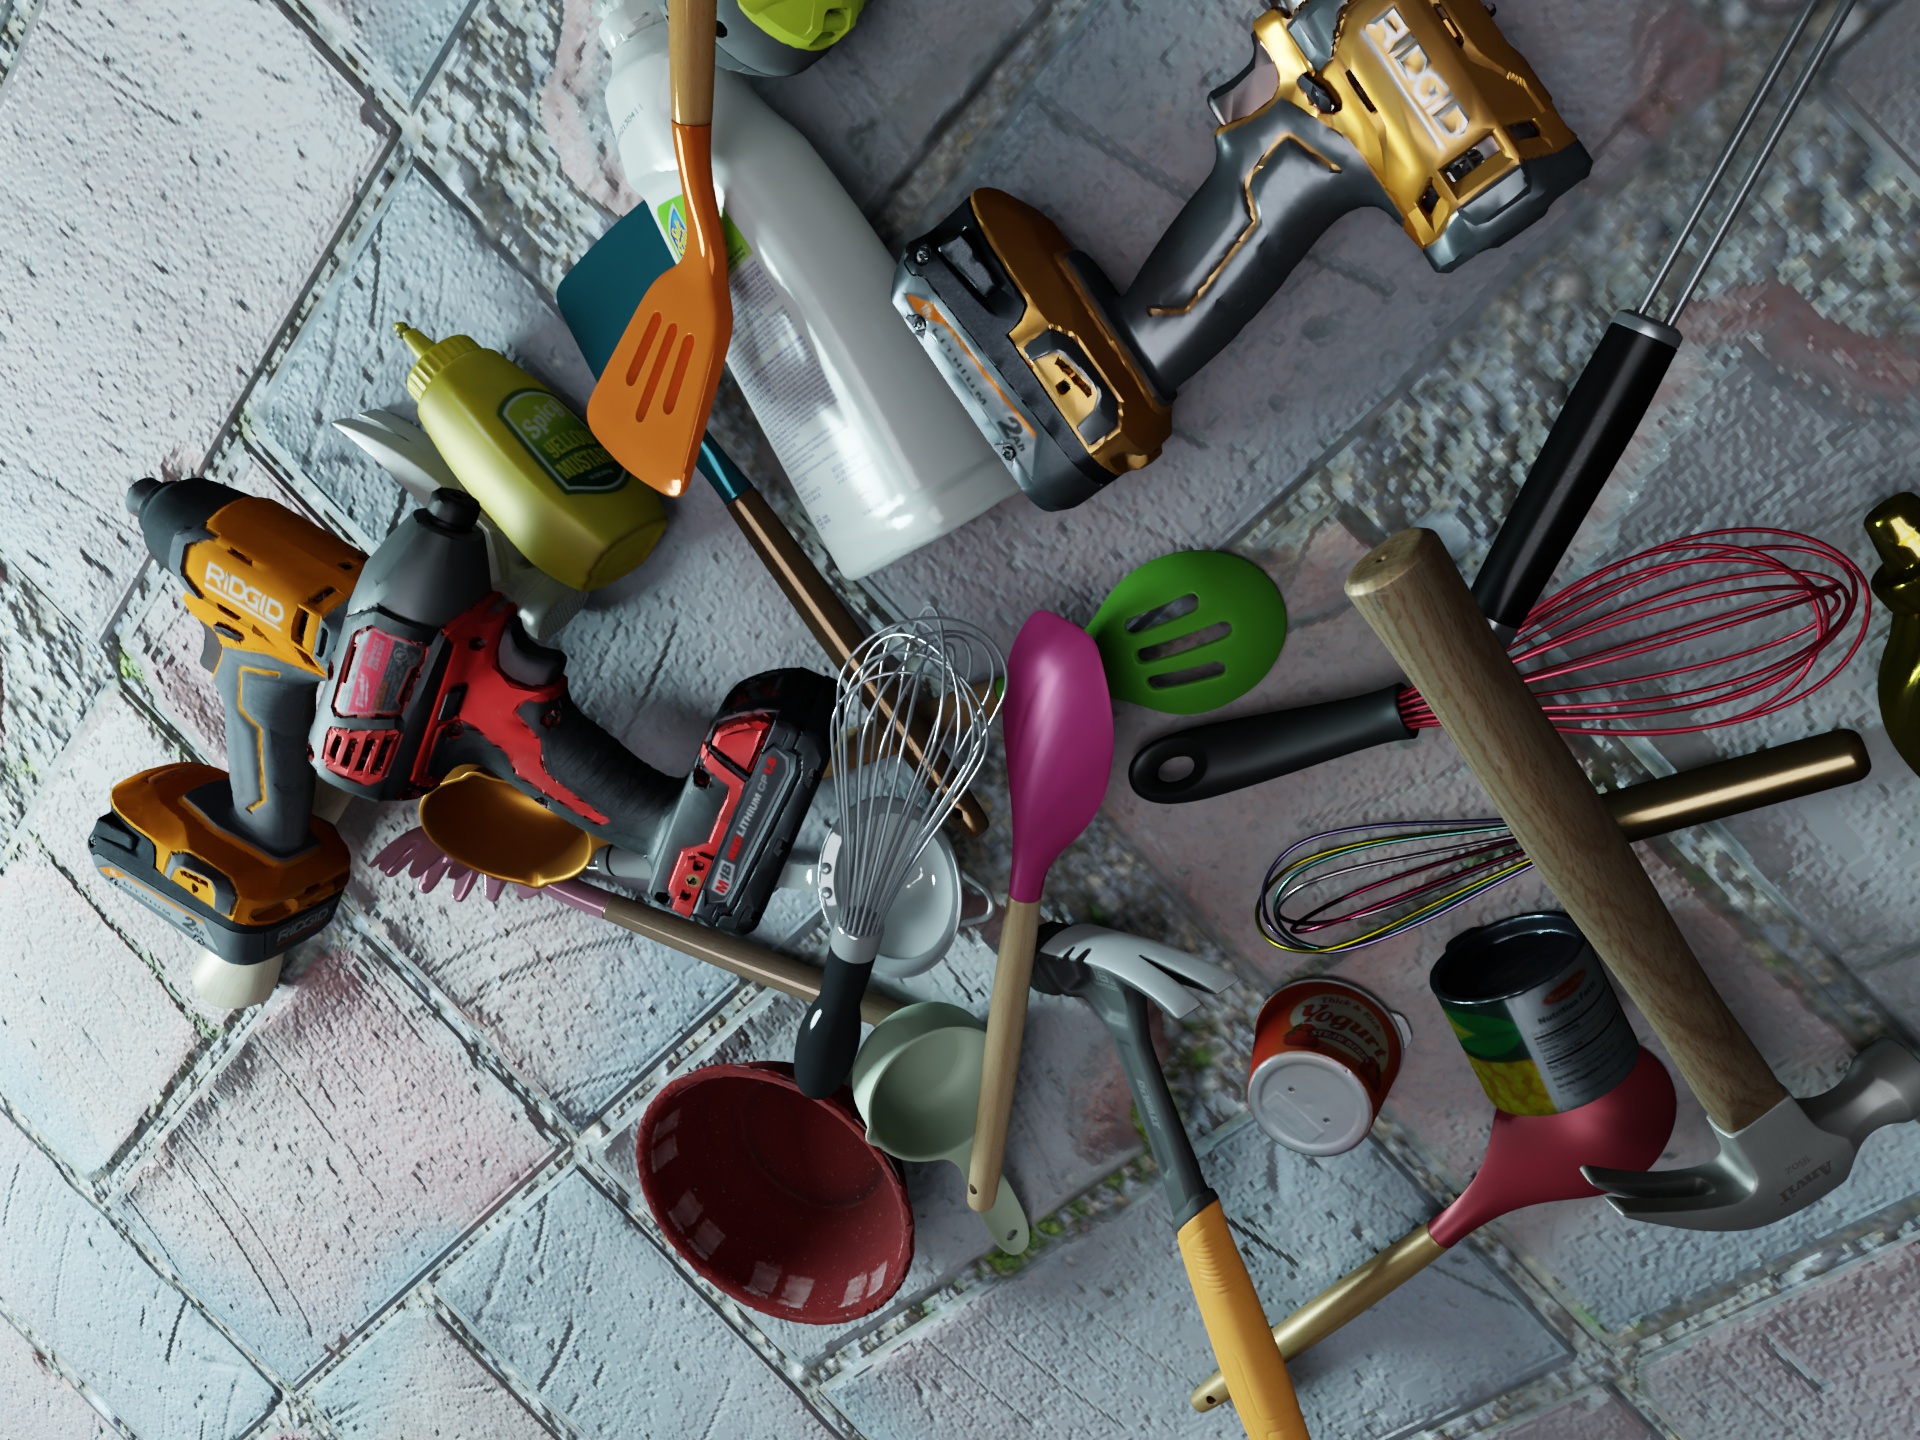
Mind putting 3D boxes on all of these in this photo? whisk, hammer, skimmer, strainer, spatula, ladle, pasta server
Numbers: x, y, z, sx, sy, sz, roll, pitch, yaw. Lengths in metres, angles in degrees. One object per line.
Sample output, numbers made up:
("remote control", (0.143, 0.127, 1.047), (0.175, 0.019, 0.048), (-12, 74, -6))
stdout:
("whisk", (-0.038, 0.071, 0.703), (0.070, 0.070, 0.284), (24, 126, 11))
("hammer", (0.123, 0.252, 0.742), (0.127, 0.034, 0.336), (4, 117, 59))
("hammer", (0.238, 0.068, 0.586), (0.130, 0.031, 0.331), (-38, 109, 3))
("whisk", (0.235, 0.052, 0.645), (0.245, 0.047, 0.051), (-20, 102, 24))
("whisk", (0.195, -0.009, 0.629), (0.296, 0.073, 0.073), (-17, 104, 33))
("skimmer", (0.243, -0.181, 0.496), (0.127, 0.090, 0.363), (31, 112, 19))
("strainer", (-0.088, 0.075, 0.789), (0.258, 0.050, 0.087), (3, 95, 27))
("spatula", (-0.104, -0.239, 0.569), (0.081, 0.041, 0.322), (39, 136, 37))
("spatula", (-0.077, -0.082, 0.712), (0.082, 0.044, 0.317), (-32, 96, 29))
("ladle", (0.207, 0.253, 0.751), (0.069, 0.031, 0.315), (40, 122, 3))
("hammer", (-0.351, 0.021, 0.875), (0.146, 0.038, 0.410), (42, 121, 3))
("pasta server", (-0.164, 0.114, 0.836), (0.316, 0.060, 0.040), (19, 74, 12))

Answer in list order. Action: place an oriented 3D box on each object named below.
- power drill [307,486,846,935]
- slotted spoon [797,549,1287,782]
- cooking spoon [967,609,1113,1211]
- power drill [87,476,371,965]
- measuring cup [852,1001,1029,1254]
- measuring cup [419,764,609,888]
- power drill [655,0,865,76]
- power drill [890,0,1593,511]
("power drill", (-0.169, -0.005, 0.708), (0.219, 0.079, 0.143), (23, 109, -5))
("slotted spoon", (-0.001, -0.002, 0.728), (0.314, 0.031, 0.070), (-19, 101, 29))
("cooking spoon", (0.026, 0.100, 0.721), (0.069, 0.017, 0.318), (32, 127, 41))
("power drill", (-0.370, -0.007, 0.808), (0.164, 0.084, 0.226), (30, 115, 13))
("measuring cup", (-0.002, 0.210, 0.808), (0.083, 0.038, 0.167), (-30, 123, -11))
("measuring cup", (-0.181, 0.036, 0.800), (0.173, 0.052, 0.095), (-2, 138, 9))
("power drill", (-0.025, -0.340, 0.544), (0.223, 0.080, 0.171), (-17, 102, 38))
("power drill", (0.082, -0.206, 0.581), (0.226, 0.084, 0.185), (-33, 94, 26))
